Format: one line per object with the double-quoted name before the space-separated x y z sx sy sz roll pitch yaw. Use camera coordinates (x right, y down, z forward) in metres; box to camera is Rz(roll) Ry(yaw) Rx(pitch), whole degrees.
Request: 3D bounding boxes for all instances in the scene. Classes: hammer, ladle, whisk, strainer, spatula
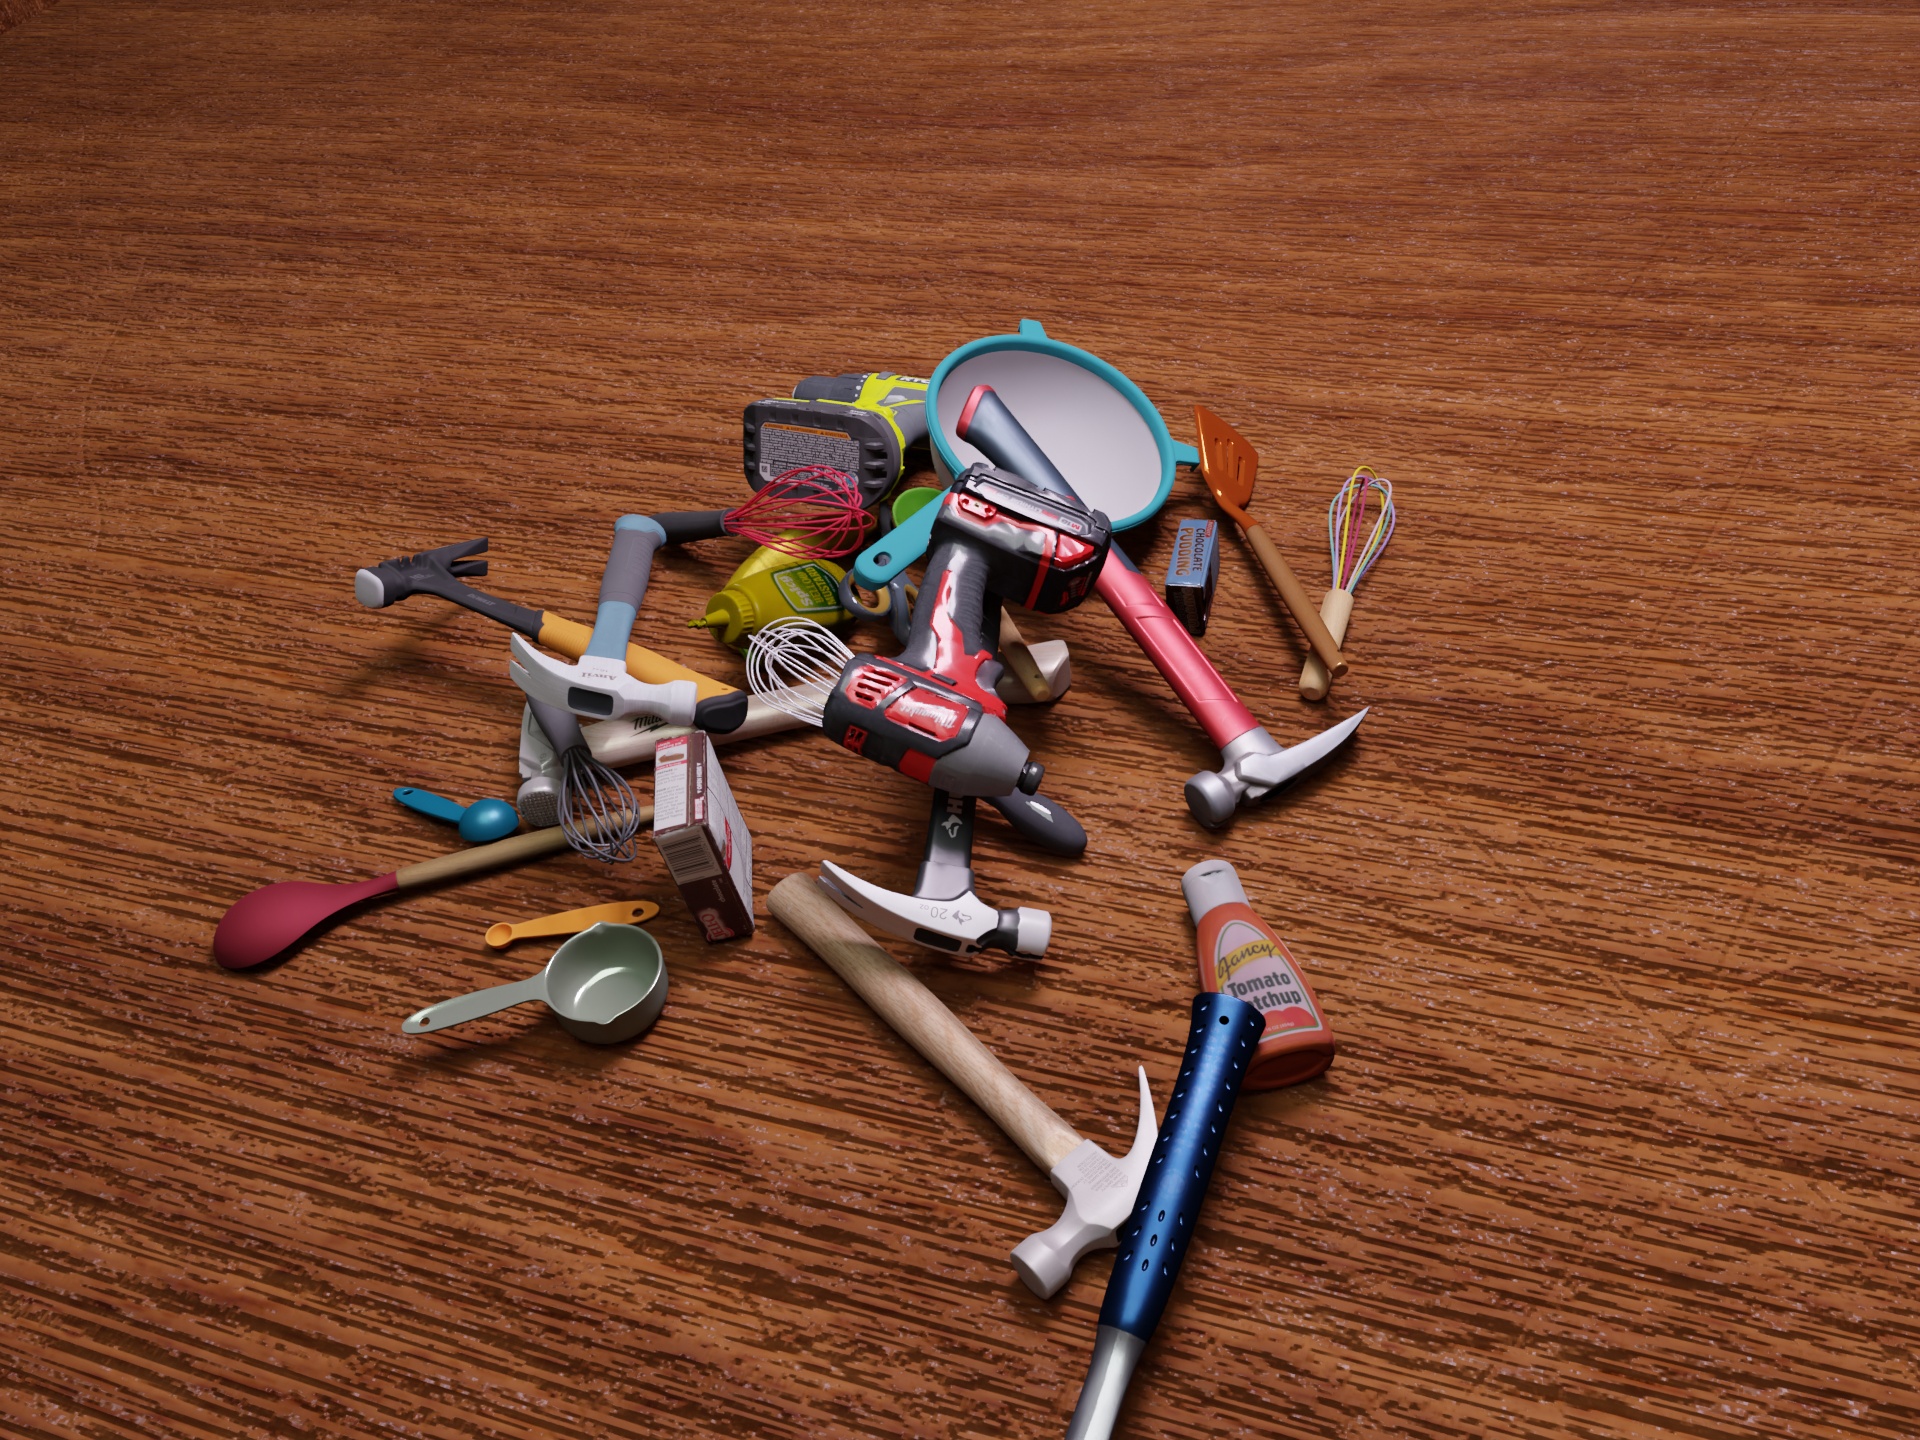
"hammer" 0.127 -0.107 1.151 0.143 0.038 0.387 -27 67 -18
"ladle" -0.366 0.107 1.112 0.315 0.031 0.069 -15 43 -9
"hammer" 0.082 0.316 0.785 0.144 0.035 0.406 13 54 21
"hammer" -0.002 -0.003 1.066 0.146 0.035 0.335 11 57 -5
"whisk" 0.290 -0.110 1.212 0.051 0.047 0.245 11 51 18
"strainer" 0.023 -0.173 1.259 0.211 0.095 0.340 41 54 10
"hammer" -0.295 -0.064 1.205 0.337 0.034 0.127 22 28 24
"whisk" -0.271 0.025 1.108 0.055 0.055 0.239 -23 39 -14
"whisk" -0.172 -0.160 1.271 0.296 0.073 0.073 3 39 47
"hammer" -0.009 0.191 0.961 0.130 0.031 0.332 -34 49 -23
"hammer" -0.123 -0.016 1.190 0.410 0.038 0.146 -10 43 -1
"hammer" -0.253 -0.085 1.186 0.128 0.033 0.331 7 26 -9
"whisk" -0.033 0.013 1.103 0.285 0.070 0.070 32 56 15
"spatula" 0.241 -0.139 1.227 0.041 0.081 0.323 -46 34 22

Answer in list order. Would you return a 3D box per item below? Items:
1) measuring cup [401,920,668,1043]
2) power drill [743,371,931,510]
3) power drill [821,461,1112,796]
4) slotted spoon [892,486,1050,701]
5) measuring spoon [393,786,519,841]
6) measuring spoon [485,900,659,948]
"measuring cup" -0.267 0.182 1.010 0.167 0.038 0.083 -15 44 -3
"power drill" -0.092 -0.251 1.357 0.190 0.080 0.228 12 25 19
"power drill" 0.015 -0.052 1.037 0.143 0.078 0.220 24 59 4
"slotted spoon" 0.011 -0.101 1.230 0.070 0.031 0.314 -3 33 -18
"measuring spoon" -0.371 0.058 1.151 0.129 0.021 0.042 14 31 33
"measuring spoon" -0.261 0.139 1.074 0.117 0.011 0.021 -9 44 -5
